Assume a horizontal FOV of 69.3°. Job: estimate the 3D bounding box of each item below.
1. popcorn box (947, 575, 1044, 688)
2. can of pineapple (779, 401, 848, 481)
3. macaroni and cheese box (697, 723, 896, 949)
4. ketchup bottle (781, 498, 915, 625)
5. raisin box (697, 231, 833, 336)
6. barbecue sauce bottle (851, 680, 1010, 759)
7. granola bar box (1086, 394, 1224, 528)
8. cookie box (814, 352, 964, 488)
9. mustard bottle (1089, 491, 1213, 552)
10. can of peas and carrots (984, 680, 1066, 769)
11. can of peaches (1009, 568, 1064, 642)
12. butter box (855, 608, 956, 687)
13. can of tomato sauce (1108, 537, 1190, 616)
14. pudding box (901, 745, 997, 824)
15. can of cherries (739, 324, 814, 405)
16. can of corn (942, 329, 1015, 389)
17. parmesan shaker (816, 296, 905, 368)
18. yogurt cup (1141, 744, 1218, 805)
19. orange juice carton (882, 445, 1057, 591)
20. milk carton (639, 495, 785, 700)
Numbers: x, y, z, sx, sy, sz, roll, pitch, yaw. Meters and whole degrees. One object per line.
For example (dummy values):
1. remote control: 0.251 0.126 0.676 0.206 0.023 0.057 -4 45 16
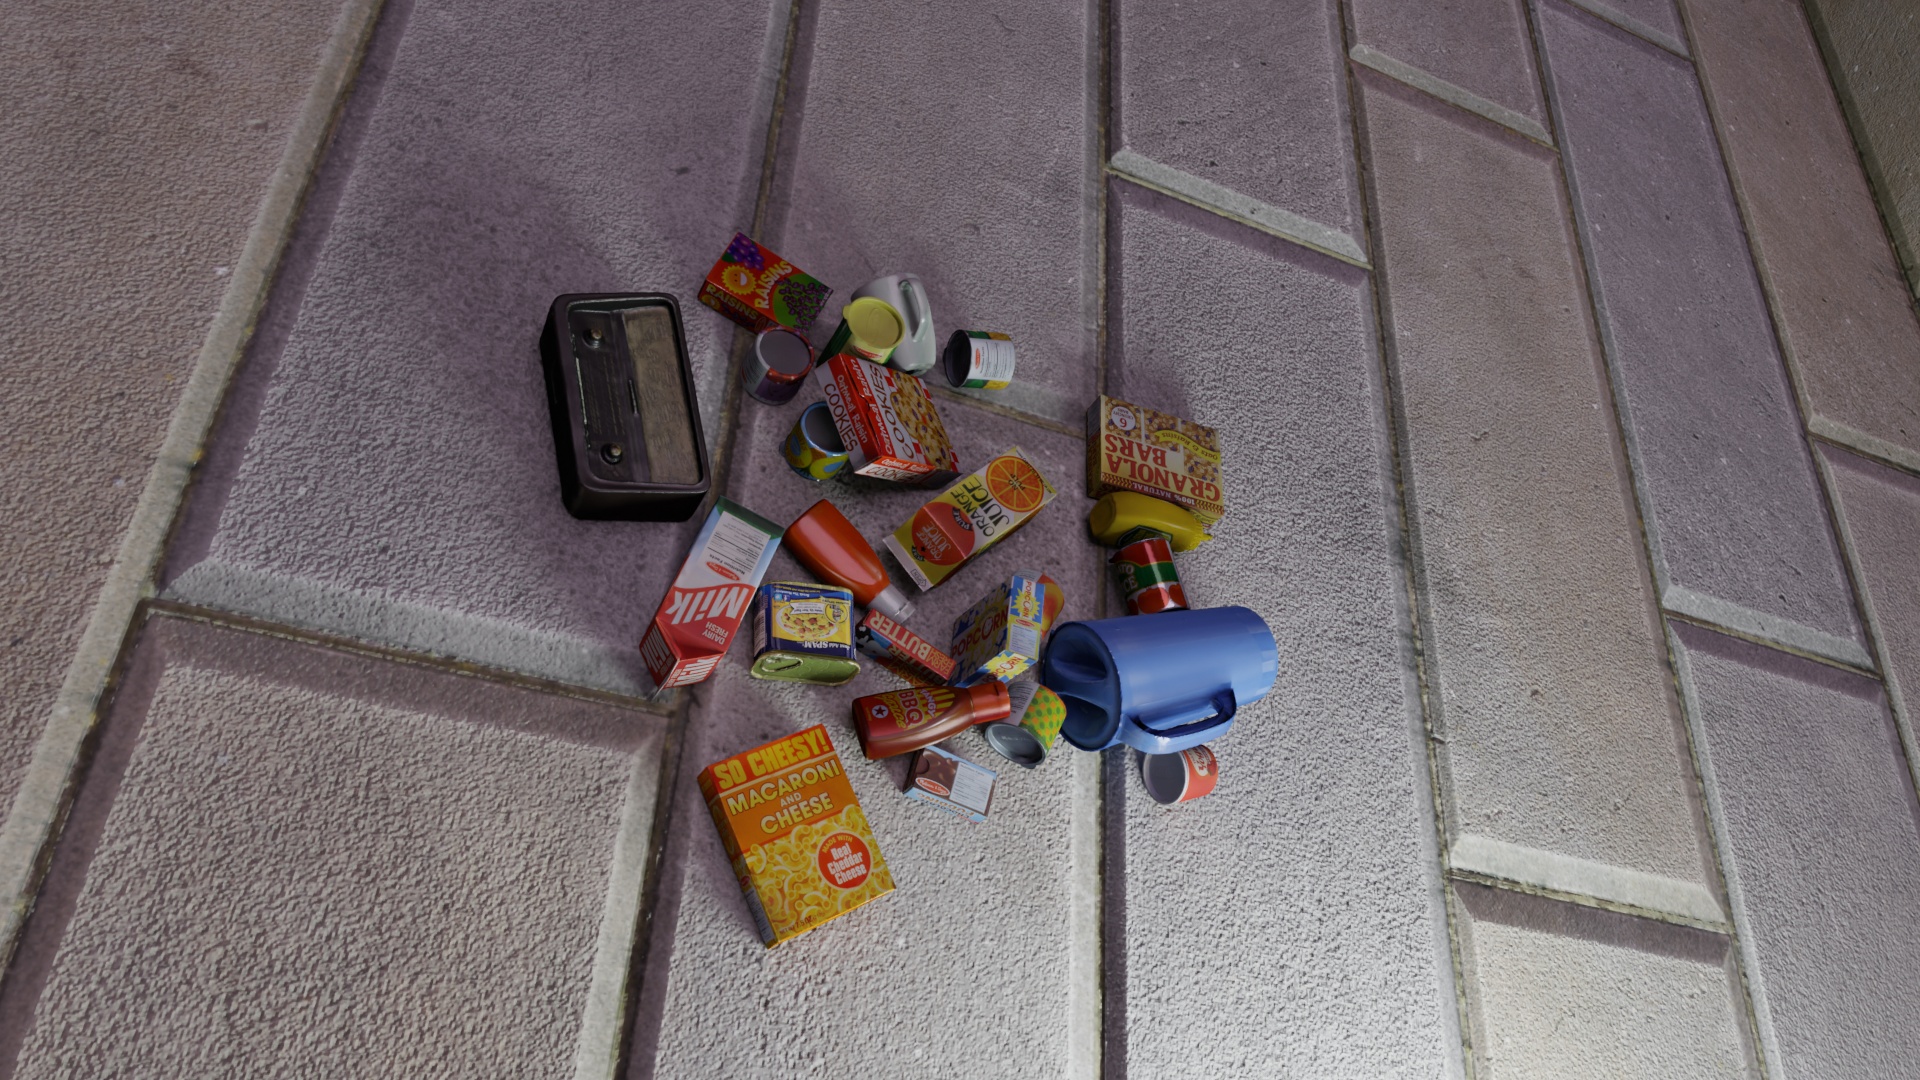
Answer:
1. popcorn box: 0.034 0.099 1.387 0.038 0.126 0.085 21 57 -20
2. can of pineapple: -0.146 -0.104 1.450 0.071 0.057 0.071 12 59 -21
3. macaroni and cheese box: -0.149 0.265 1.257 0.124 0.040 0.167 -17 73 -32
4. ketchup bottle: -0.109 0.029 1.405 0.149 0.043 0.065 46 54 2
5. raisin box: -0.213 -0.270 1.521 0.123 0.040 0.086 31 55 -10
6. barbecue sauce bottle: -0.027 0.168 1.342 0.149 0.043 0.065 -11 44 -13
7. granola bar box: 0.230 -0.093 1.645 0.166 0.039 0.125 14 58 -20
8. cookie box: -0.073 -0.123 1.459 0.167 0.040 0.123 8 55 -60
9. mustard bottle: 0.227 -0.015 1.588 0.160 0.065 0.049 10 55 -26
10. can of peas and carrots: 0.067 0.185 1.396 0.071 0.070 0.059 35 53 -5
11. can of peaches: 0.069 0.074 1.458 0.071 0.071 0.058 39 53 -3
12. butter box: -0.059 0.111 1.380 0.103 0.053 0.024 33 56 -7
13. can of tomato sauce: 0.210 0.049 1.542 0.071 0.071 0.083 -4 66 -28
14. pudding box: -0.010 0.236 1.350 0.084 0.030 0.050 25 56 -13
15. can of cherries: -0.192 -0.187 1.473 0.071 0.058 0.072 12 59 -20
16. can of corn: 0.021 -0.207 1.589 0.058 0.071 0.071 0 64 -28
17. parmesan shaker: -0.112 -0.208 1.497 0.071 0.102 0.071 12 59 -21
18. yogurt cup: 0.231 0.241 1.449 0.054 0.072 0.072 3 62 -35
19. orange juice carton: 0.005 -0.018 1.471 0.193 0.072 0.072 -34 83 -36
20. milk carton: -0.241 0.060 1.305 0.073 0.072 0.191 28 54 -10
